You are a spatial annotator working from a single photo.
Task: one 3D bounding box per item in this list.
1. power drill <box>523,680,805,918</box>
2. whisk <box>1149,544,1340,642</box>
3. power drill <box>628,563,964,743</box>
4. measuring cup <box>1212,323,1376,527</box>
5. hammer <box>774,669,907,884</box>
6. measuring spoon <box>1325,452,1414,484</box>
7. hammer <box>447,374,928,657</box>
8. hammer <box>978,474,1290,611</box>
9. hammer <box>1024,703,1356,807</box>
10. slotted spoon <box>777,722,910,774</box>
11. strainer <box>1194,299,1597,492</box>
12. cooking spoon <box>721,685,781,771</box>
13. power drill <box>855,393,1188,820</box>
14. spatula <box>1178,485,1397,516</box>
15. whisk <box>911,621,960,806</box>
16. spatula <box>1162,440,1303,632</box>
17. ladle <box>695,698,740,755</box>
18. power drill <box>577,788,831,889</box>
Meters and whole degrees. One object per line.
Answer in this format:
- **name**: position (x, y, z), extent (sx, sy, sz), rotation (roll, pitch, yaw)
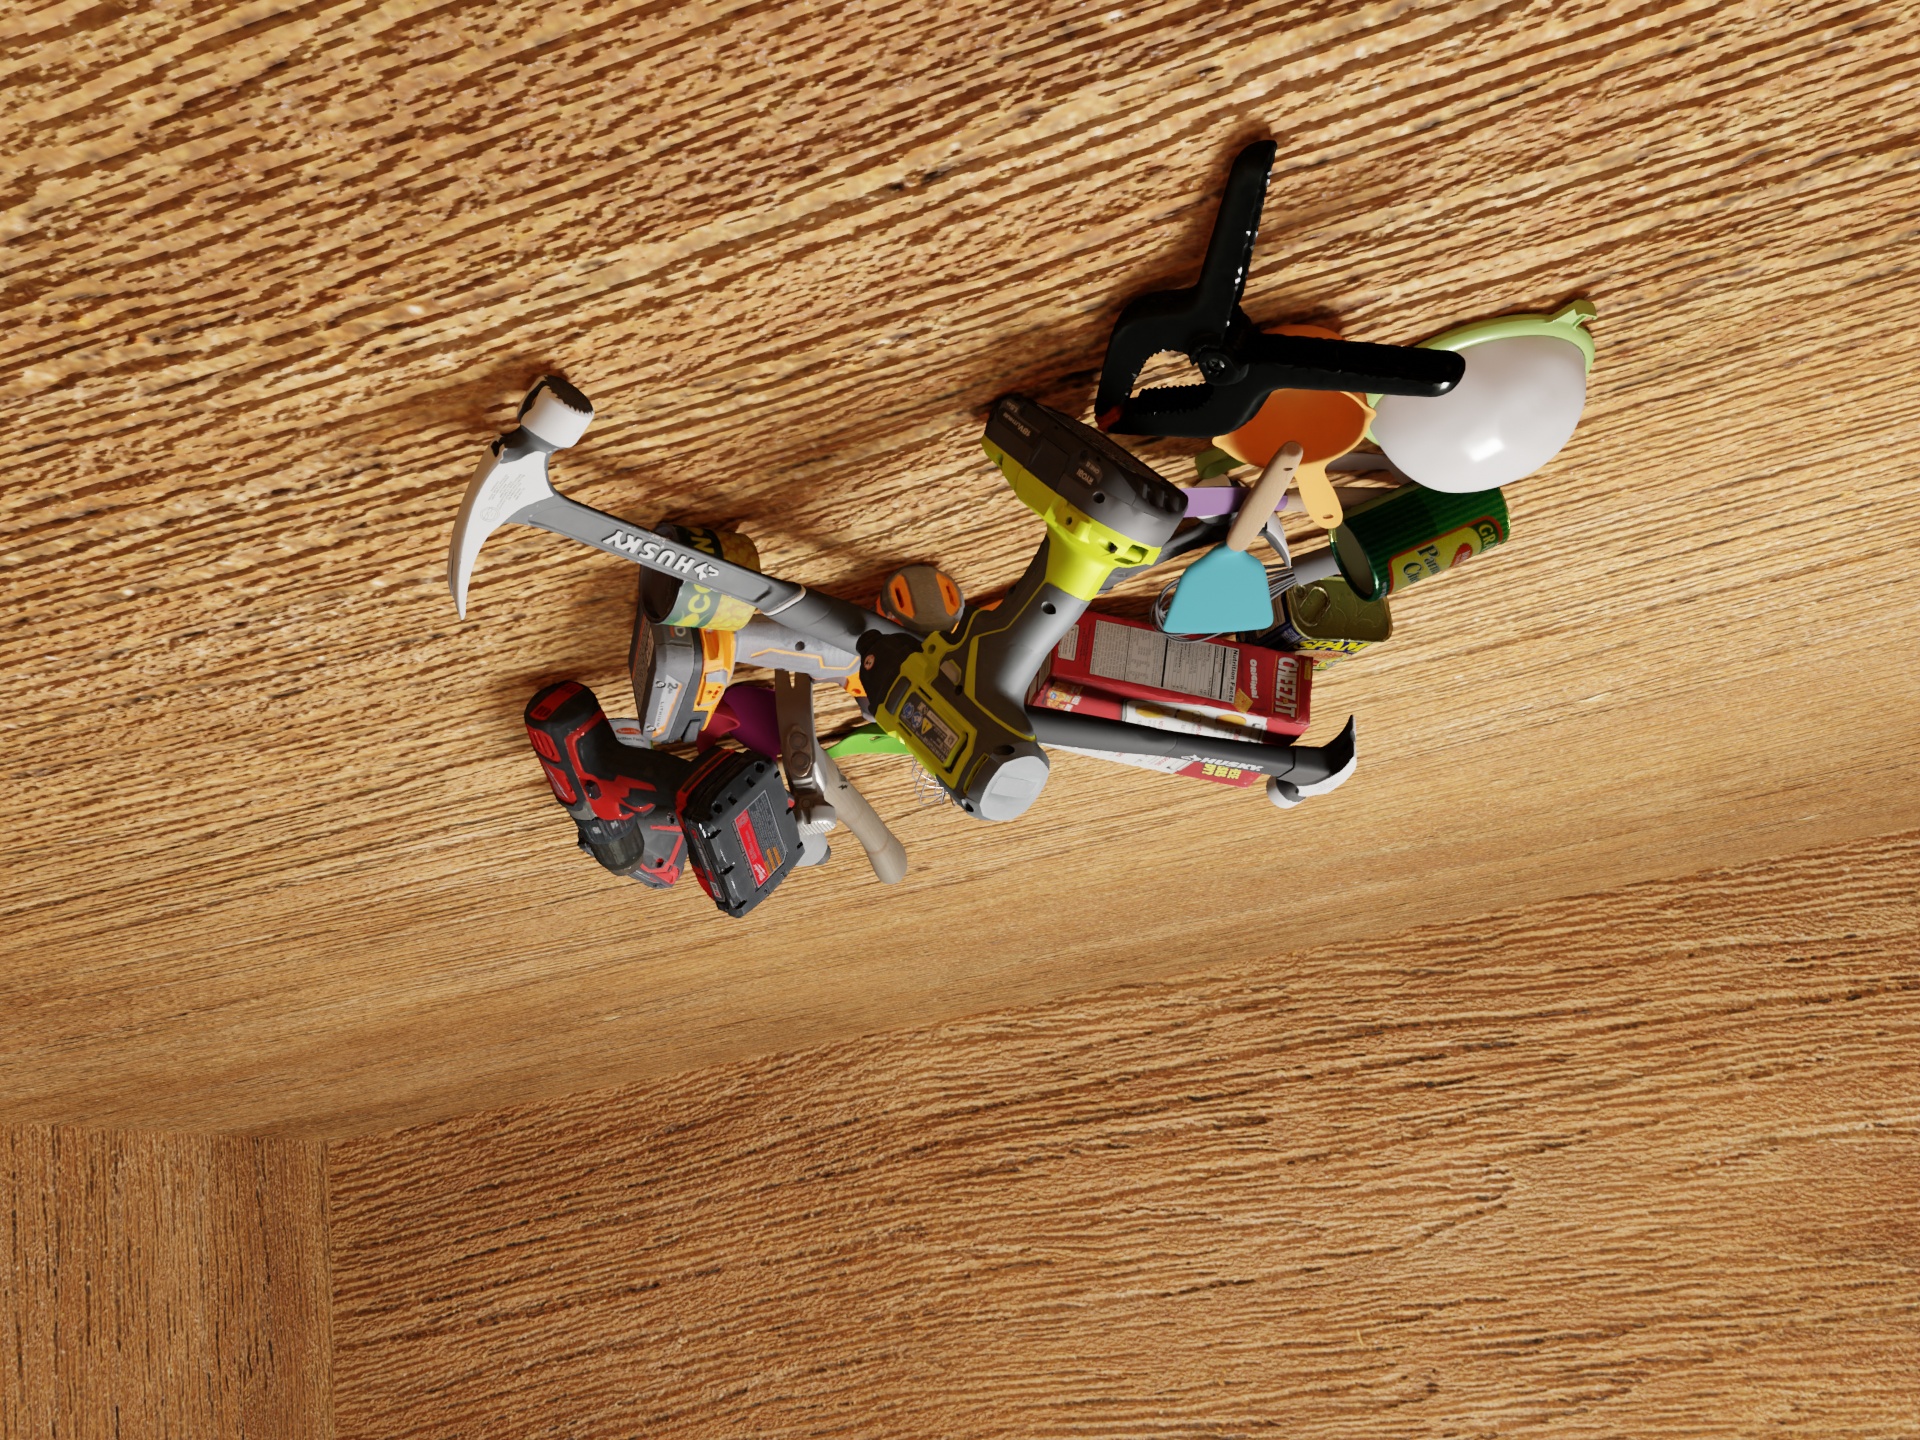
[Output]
- **power drill**: position (-0.234, 0.075, 1.248), extent (0.227, 0.080, 0.187), rotation (19, 138, 32)
- **whisk**: position (0.257, -0.112, 1.210), extent (0.239, 0.055, 0.055), rotation (-18, 159, 20)
- **power drill**: position (-0.123, -0.041, 1.170), extent (0.226, 0.084, 0.164), rotation (-5, 150, -21)
- **measuring cup**: position (0.211, -0.178, 0.973), extent (0.095, 0.052, 0.173), rotation (-8, 156, 21)
- **hammer**: position (-0.099, 0.070, 1.431), extent (0.038, 0.146, 0.410), rotation (-10, 162, 5)
- **measuring spoon**: position (0.279, -0.173, 1.100), extent (0.124, 0.018, 0.034), rotation (-2, 160, -21)
- **hammer**: position (-0.130, -0.078, 1.005), extent (0.408, 0.036, 0.149), rotation (20, 119, -45)
- **hammer**: position (0.080, -0.095, 1.208), extent (0.337, 0.034, 0.127), rotation (-20, 157, 29)
- **hammer**: position (0.149, 0.014, 1.238), extent (0.334, 0.035, 0.146), rotation (9, 159, -15)
- **slotted spoon**: position (-0.179, 0.043, 1.493), extent (0.314, 0.031, 0.070), rotation (-13, 160, 17)
- **strainer**: position (0.281, -0.175, 1.016), extent (0.256, 0.069, 0.151), rotation (-14, 160, 10)
- **cooking spoon**: position (-0.174, 0.047, 1.453), extent (0.069, 0.017, 0.318), rotation (6, 151, 2)
- **power drill**: position (0.024, -0.075, 0.968), extent (0.080, 0.171, 0.223), rotation (12, 115, -46)
- **spatula**: position (0.233, -0.150, 1.083), extent (0.315, 0.018, 0.060), rotation (-6, 171, -35)
- **whisk**: position (-0.003, -0.003, 1.284), extent (0.070, 0.070, 0.284), rotation (-6, 152, -8)
- **spatula**: position (0.189, -0.115, 1.044), extent (0.082, 0.044, 0.317), rotation (-2, 170, 1)
- **ladle**: position (-0.224, 0.041, 1.424), extent (0.069, 0.031, 0.315), rotation (11, 156, 1)
- **power drill**: position (-0.226, 0.096, 1.430), extent (0.220, 0.079, 0.143), rotation (-7, 149, 38)
